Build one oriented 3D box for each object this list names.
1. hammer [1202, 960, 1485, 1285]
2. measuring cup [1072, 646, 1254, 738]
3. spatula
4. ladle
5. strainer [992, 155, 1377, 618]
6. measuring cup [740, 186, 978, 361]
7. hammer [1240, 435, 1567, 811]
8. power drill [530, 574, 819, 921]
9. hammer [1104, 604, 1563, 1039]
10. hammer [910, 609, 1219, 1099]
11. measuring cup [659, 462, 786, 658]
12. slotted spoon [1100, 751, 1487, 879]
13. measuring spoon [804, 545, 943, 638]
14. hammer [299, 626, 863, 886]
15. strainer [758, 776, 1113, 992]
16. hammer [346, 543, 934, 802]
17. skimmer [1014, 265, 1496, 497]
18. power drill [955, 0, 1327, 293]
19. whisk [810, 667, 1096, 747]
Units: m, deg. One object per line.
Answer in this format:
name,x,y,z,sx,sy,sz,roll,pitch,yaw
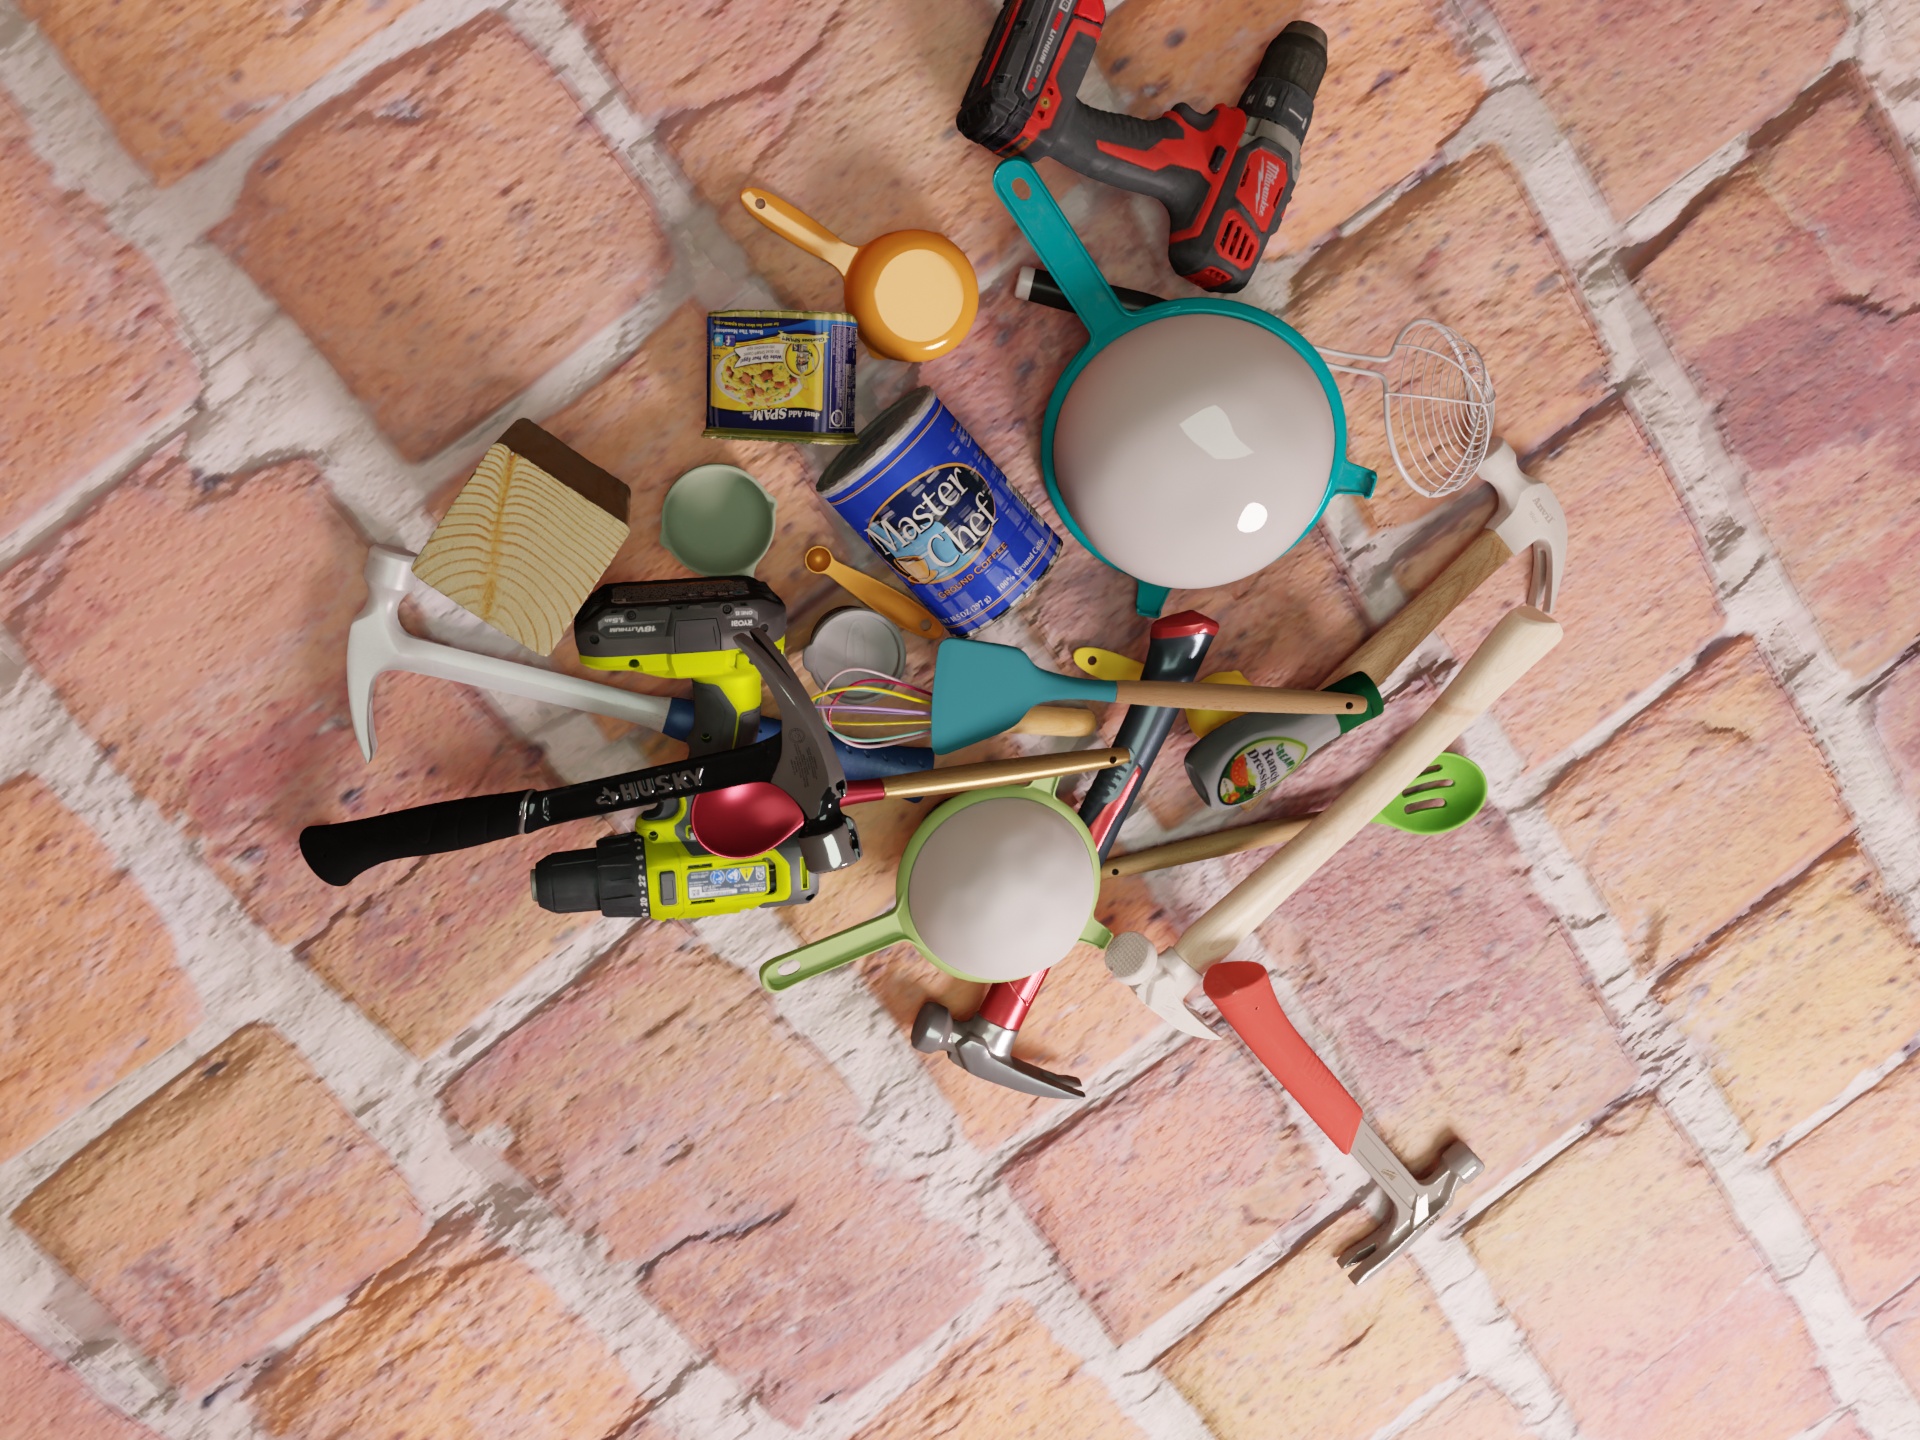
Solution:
hammer,0.284,0.310,1.252,0.149,0.037,0.358,-42,121,0
measuring cup,0.156,-0.022,1.180,0.156,0.029,0.062,19,100,-16
spatula,0.135,-0.015,1.109,0.317,0.044,0.082,2,104,-8
ladle,-0.028,0.041,1.064,0.315,0.031,0.069,-7,108,-21
strainer,0.122,-0.215,1.048,0.211,0.095,0.340,-29,115,20
measuring cup,-0.066,-0.302,1.049,0.173,0.052,0.095,28,97,-19
hammer,0.327,-0.054,1.208,0.331,0.031,0.130,-44,108,2
power drill,-0.195,0.026,1.058,0.190,0.080,0.228,-5,108,-12
hammer,0.292,0.075,1.190,0.410,0.038,0.146,-44,133,4
hammer,0.106,0.101,1.181,0.143,0.038,0.386,23,102,-12
measuring cup,-0.152,-0.097,1.094,0.083,0.038,0.167,-21,109,-6
slotted spoon,0.254,0.081,1.230,0.313,0.031,0.070,-13,109,-6
measuring spoon,-0.061,-0.090,1.130,0.116,0.011,0.021,30,95,-21
hammer,-0.260,0.050,1.006,0.409,0.036,0.149,-11,98,23
strainer,-0.015,0.143,1.103,0.256,0.069,0.151,-21,108,-8
hammer,-0.217,-0.001,1.105,0.405,0.035,0.144,14,101,-15
skimmer,0.212,-0.254,1.129,0.363,0.090,0.127,13,79,-4
power drill,0.131,-0.412,1.049,0.226,0.080,0.188,23,88,-19
whisk,-0.001,-0.004,1.107,0.244,0.051,0.047,3,123,-36
